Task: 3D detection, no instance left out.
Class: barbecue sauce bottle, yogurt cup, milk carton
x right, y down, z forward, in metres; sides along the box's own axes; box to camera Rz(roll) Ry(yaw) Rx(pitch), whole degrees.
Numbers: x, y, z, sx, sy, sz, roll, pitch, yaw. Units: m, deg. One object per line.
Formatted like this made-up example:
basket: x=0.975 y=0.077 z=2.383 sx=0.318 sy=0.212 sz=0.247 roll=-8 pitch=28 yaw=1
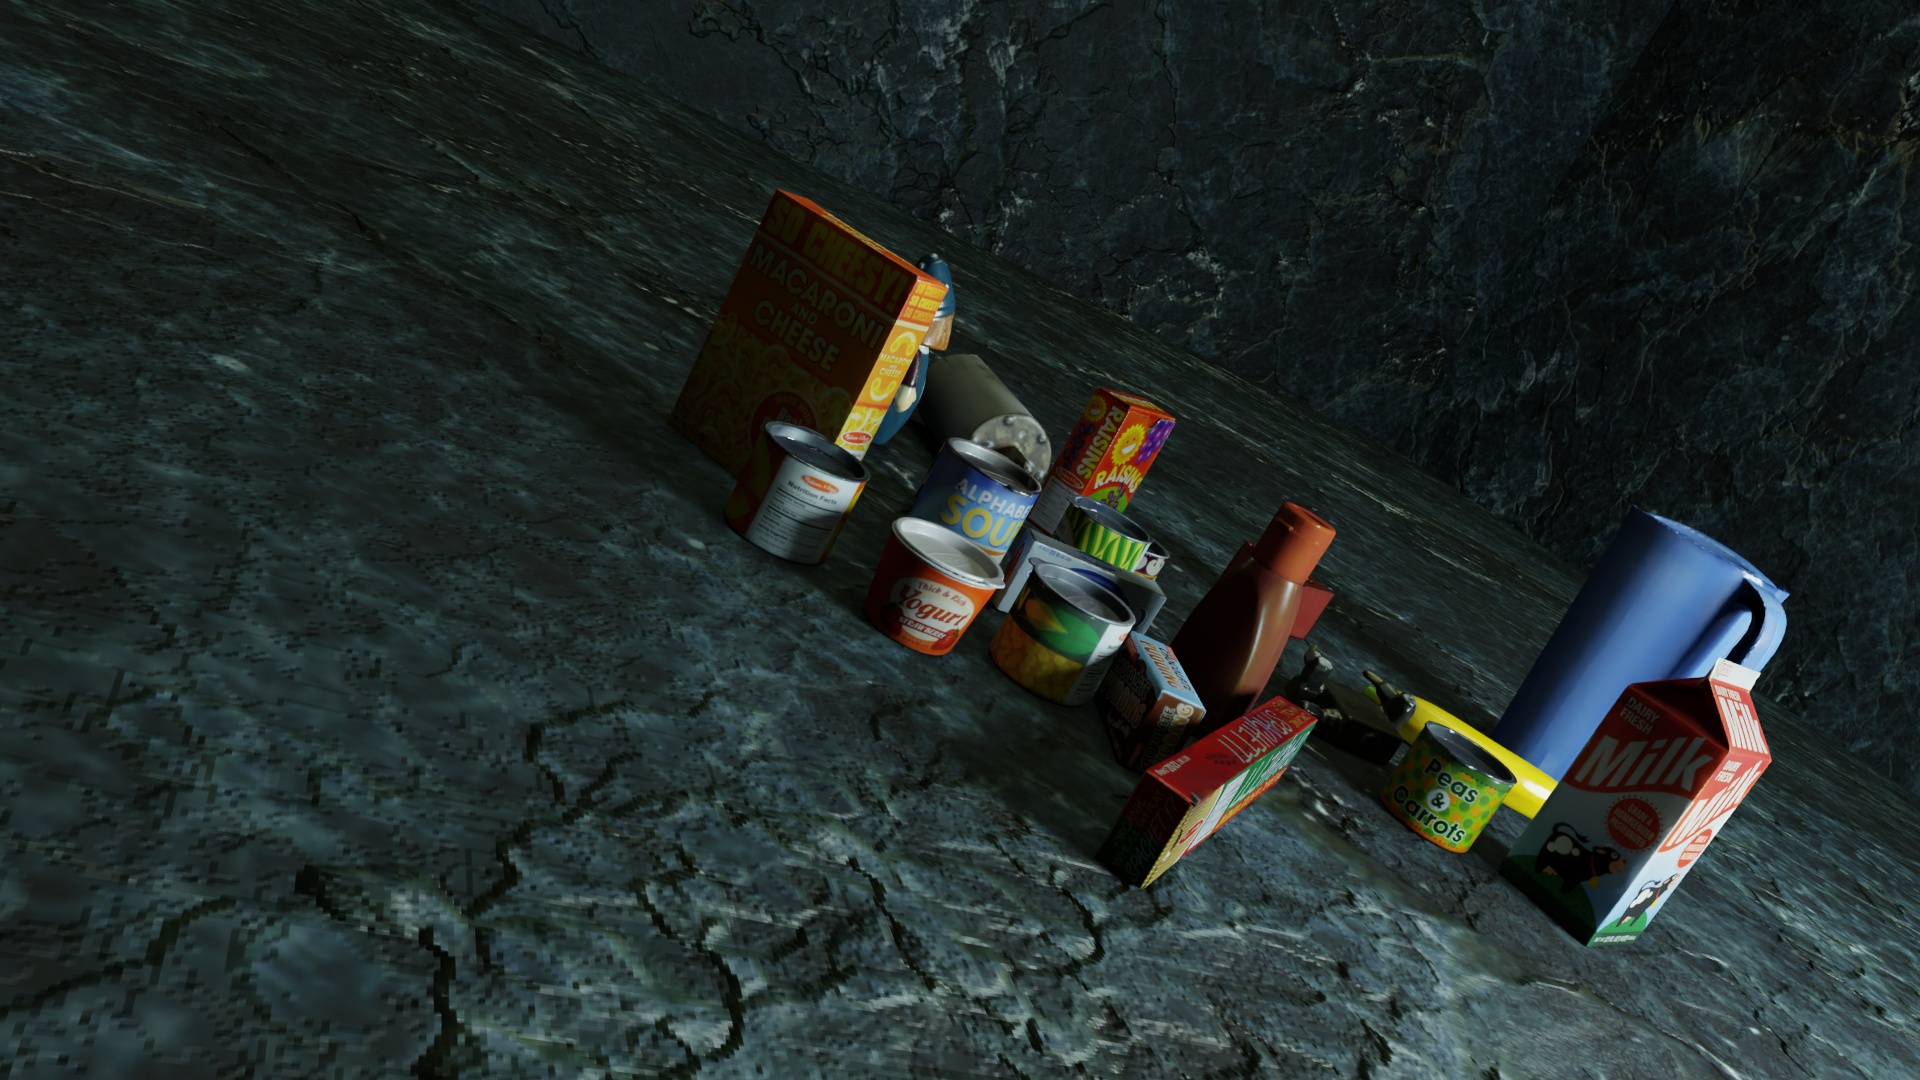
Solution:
barbecue sauce bottle: x=0.175 y=0.048 z=0.850 sx=0.044 sy=0.148 sz=0.065 roll=15 pitch=20 yaw=-42
yogurt cup: x=-0.018 y=0.026 z=0.764 sx=0.072 sy=0.053 sz=0.072 roll=26 pitch=16 yaw=-8
milk carton: x=0.432 y=0.157 z=0.870 sx=0.072 sy=0.190 sz=0.073 roll=15 pitch=20 yaw=-42

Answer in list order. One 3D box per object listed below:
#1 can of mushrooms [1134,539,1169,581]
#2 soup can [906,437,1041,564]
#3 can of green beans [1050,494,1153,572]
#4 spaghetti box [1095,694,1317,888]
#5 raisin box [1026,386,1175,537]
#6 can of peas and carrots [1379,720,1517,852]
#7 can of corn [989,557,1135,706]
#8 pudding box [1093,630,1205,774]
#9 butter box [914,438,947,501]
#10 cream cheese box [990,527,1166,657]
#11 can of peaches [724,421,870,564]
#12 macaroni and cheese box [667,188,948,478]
can of mushrooms: x=0.128 y=0.009 z=1.103 sx=0.071 sy=0.033 sz=0.071 roll=26 pitch=16 yaw=-8
soup can: x=0.003 y=-0.011 z=0.860 sx=0.071 sy=0.083 sz=0.071 roll=27 pitch=15 yaw=-8
can of green beans: x=0.097 y=0.008 z=1.009 sx=0.071 sy=0.057 sz=0.071 roll=26 pitch=16 yaw=-8
spaghetti box: x=0.137 y=0.124 z=0.727 sx=0.029 sy=0.050 sz=0.250 roll=35 pitch=17 yaw=21
raisin box: x=0.114 y=-0.059 z=1.128 sx=0.040 sy=0.123 sz=0.086 roll=37 pitch=18 yaw=29
can of peas and carrots: x=0.316 y=0.161 z=0.903 sx=0.071 sy=0.058 sz=0.071 roll=26 pitch=16 yaw=-8
can of corn: x=0.056 y=0.052 z=0.799 sx=0.071 sy=0.058 sz=0.071 roll=26 pitch=16 yaw=-8
pudding box: x=0.105 y=0.091 z=0.778 sx=0.030 sy=0.049 sz=0.084 roll=25 pitch=16 yaw=-13
butter box: x=-0.006 y=-0.029 z=0.959 sx=0.024 sy=0.053 sz=0.104 roll=24 pitch=16 yaw=-16
cream cheese box: x=0.076 y=0.036 z=0.894 sx=0.104 sy=0.053 sz=0.024 roll=22 pitch=16 yaw=-21
can of peaches: x=-0.094 y=-0.028 z=0.795 sx=0.071 sy=0.058 sz=0.071 roll=26 pitch=16 yaw=-8
macaroni and cheese box: x=-0.097 y=-0.114 z=0.859 sx=0.124 sy=0.166 sz=0.040 roll=36 pitch=17 yaw=25
